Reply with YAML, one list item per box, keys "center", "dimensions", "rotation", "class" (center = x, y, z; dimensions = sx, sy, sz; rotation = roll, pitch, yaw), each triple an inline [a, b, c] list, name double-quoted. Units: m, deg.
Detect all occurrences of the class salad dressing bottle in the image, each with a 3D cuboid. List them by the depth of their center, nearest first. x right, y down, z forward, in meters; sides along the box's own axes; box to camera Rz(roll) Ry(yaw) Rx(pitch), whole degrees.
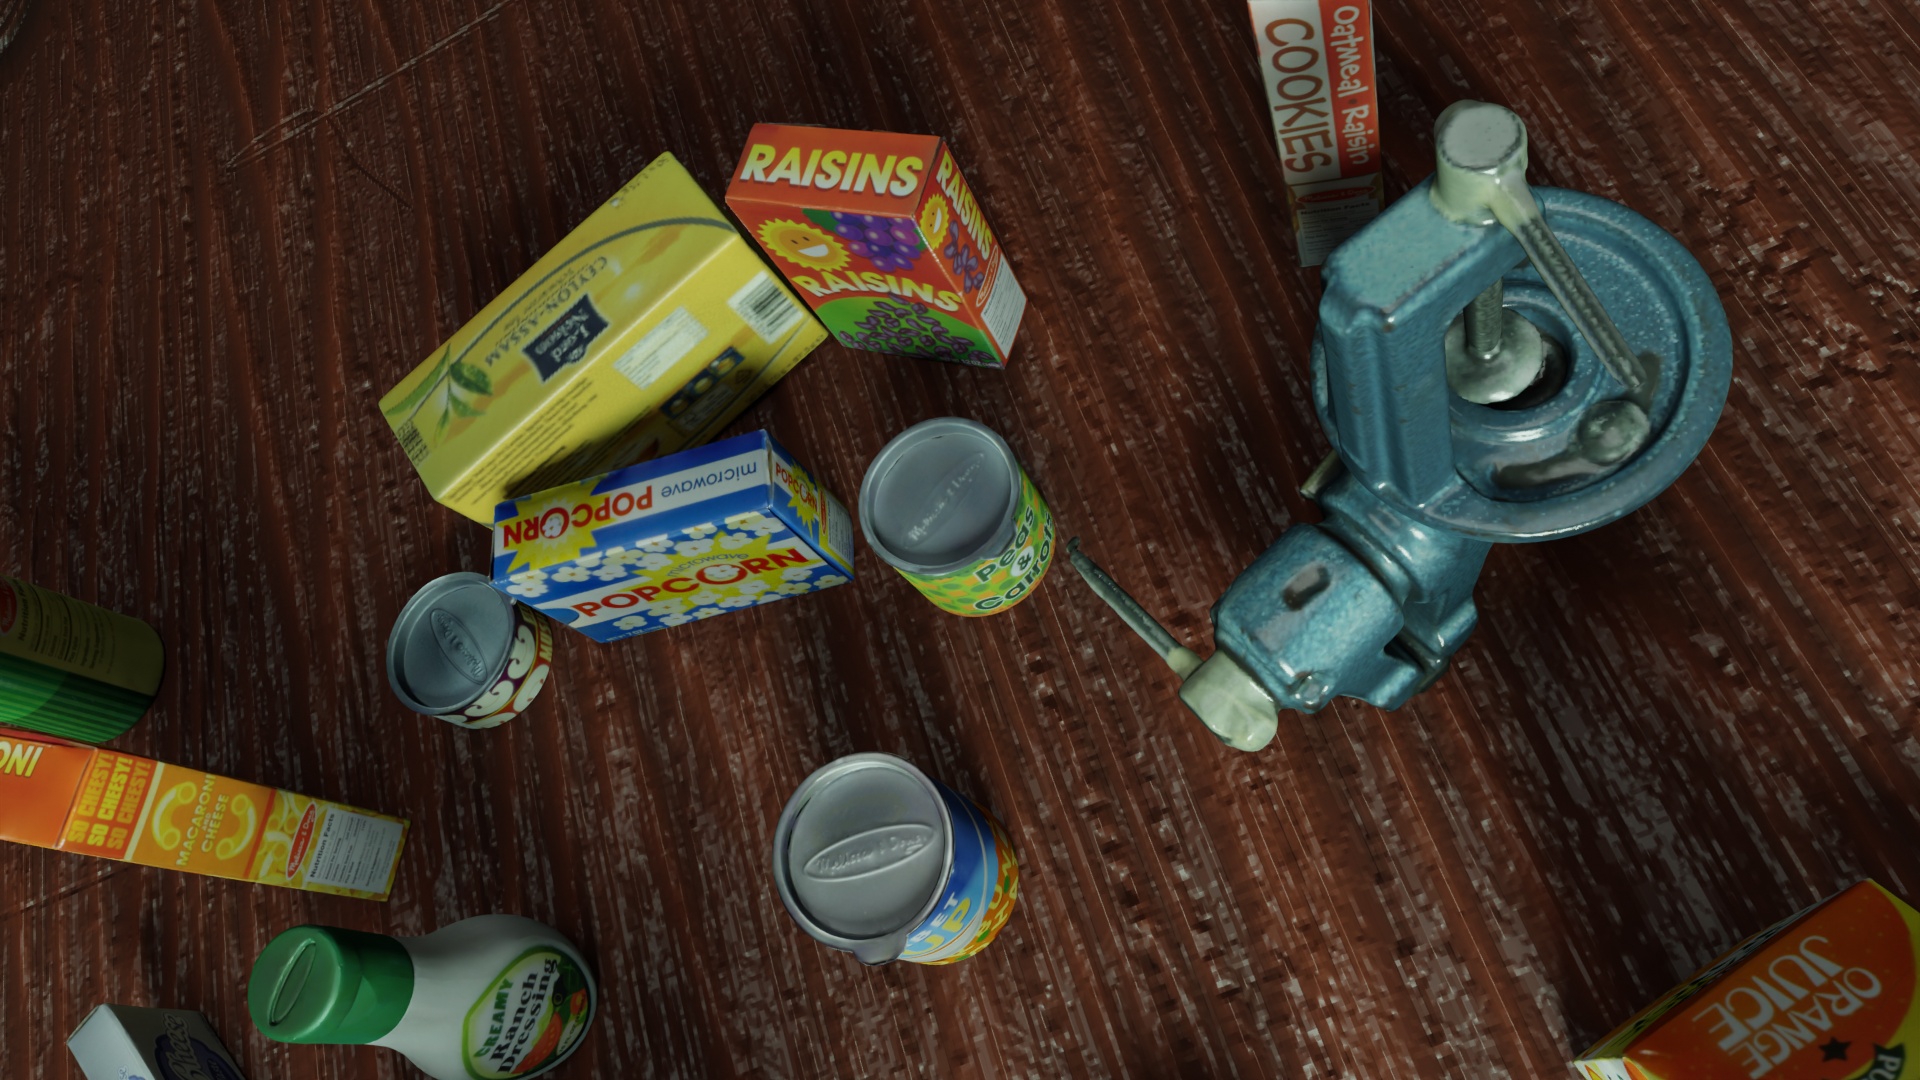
- center: [-0.191, 0.166, 0.507]
  dimensions: [0.044, 0.147, 0.064]
  rotation: [16, 76, 24]
  class: "salad dressing bottle"

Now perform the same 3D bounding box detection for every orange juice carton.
- center: [0.215, 0.142, 0.351]
  dimensions: [0.072, 0.192, 0.073]
  rotation: [-37, 63, 3]
  class: "orange juice carton"

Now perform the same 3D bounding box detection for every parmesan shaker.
- center: [-0.448, 0.058, 0.665]
  dimensions: [0.071, 0.103, 0.071]
  rotation: [-7, 68, 17]
  class: "parmesan shaker"

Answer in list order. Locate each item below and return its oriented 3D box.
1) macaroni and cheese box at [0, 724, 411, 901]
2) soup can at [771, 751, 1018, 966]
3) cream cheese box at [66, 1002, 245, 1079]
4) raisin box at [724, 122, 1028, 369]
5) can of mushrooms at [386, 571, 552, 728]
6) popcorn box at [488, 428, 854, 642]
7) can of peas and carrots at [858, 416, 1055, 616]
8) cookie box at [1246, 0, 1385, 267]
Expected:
- center: [-0.333, 0.111, 0.568]
  dimensions: [0.124, 0.166, 0.040]
  rotation: [3, 71, 20]
  class: "macaroni and cheese box"
- center: [-0.020, 0.120, 0.502]
  dimensions: [0.071, 0.083, 0.071]
  rotation: [-7, 68, 17]
  class: "soup can"
- center: [-0.321, 0.237, 0.577]
  dimensions: [0.104, 0.053, 0.024]
  rotation: [38, 85, 27]
  class: "cream cheese box"
- center: [-0.030, -0.121, 0.579]
  dimensions: [0.086, 0.123, 0.040]
  rotation: [12, 74, 23]
  class: "raisin box"
- center: [-0.219, 0.049, 0.628]
  dimensions: [0.071, 0.033, 0.071]
  rotation: [-7, 67, 17]
  class: "can of mushrooms"
- center: [-0.118, 0.001, 0.583]
  dimensions: [0.126, 0.085, 0.038]
  rotation: [-14, 66, 14]
  class: "popcorn box"
- center: [0.002, -0.007, 0.559]
  dimensions: [0.071, 0.058, 0.071]
  rotation: [-7, 68, 17]
  class: "can of peas and carrots"
- center: [0.136, -0.202, 0.529]
  dimensions: [0.040, 0.167, 0.123]
  rotation: [-6, 68, 17]
  class: "cookie box"
